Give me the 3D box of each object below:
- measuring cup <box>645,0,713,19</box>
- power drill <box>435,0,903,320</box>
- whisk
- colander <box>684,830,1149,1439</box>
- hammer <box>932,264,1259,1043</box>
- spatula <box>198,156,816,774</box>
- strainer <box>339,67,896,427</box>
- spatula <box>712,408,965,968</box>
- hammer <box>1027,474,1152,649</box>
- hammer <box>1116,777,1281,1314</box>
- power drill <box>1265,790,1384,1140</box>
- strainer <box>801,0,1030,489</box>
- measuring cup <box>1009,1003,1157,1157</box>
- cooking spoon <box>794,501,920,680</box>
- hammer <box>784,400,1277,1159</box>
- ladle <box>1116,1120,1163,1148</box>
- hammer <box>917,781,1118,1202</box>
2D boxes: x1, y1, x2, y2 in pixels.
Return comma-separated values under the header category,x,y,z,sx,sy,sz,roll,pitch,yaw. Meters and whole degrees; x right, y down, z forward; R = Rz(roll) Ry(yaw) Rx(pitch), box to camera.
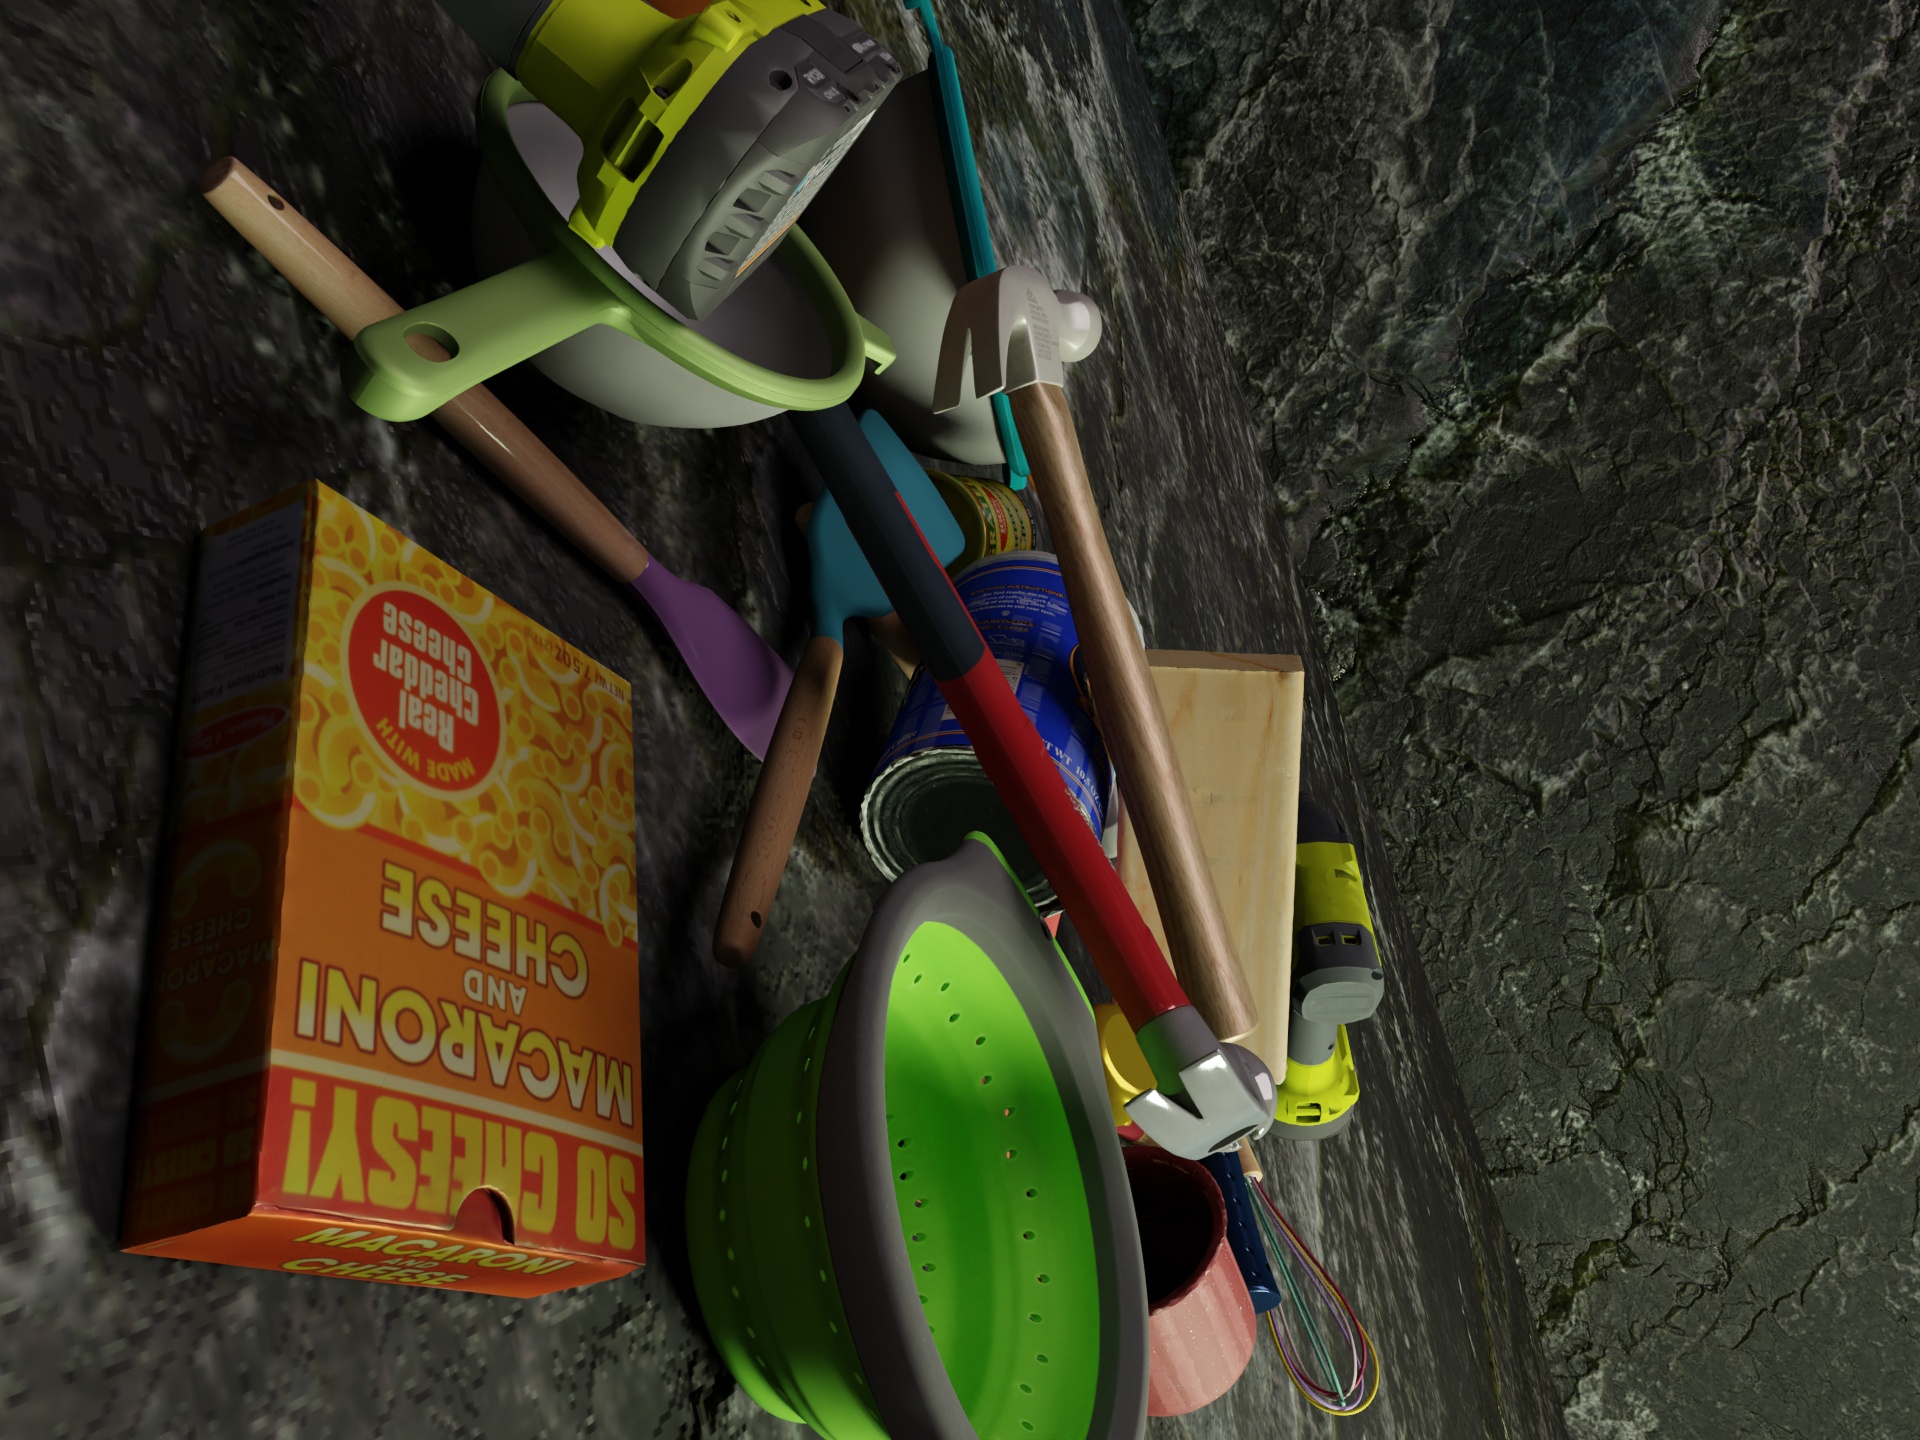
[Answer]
category,x,y,z,sx,sy,sz,roll,pitch,yaw
measuring cup,-0.142,-0.264,0.594,0.173,0.095,0.052,44,37,-18
power drill,-0.133,-0.237,0.474,0.228,0.080,0.191,38,29,-12
whisk,0.182,0.294,0.948,0.051,0.047,0.245,53,12,-46
colander,-0.027,0.204,0.432,0.204,0.094,0.397,60,22,-31
hammer,0.062,-0.028,0.657,0.130,0.031,0.331,-13,86,-61
spatula,-0.124,-0.064,0.526,0.315,0.018,0.060,49,28,-50
strainer,-0.122,-0.121,0.494,0.151,0.069,0.256,43,29,-8
spatula,-0.049,-0.019,0.616,0.082,0.044,0.318,53,24,-25
hammer,0.063,-0.154,1.033,0.127,0.034,0.336,6,-51,61
hammer,0.121,0.143,0.946,0.143,0.035,0.406,50,24,-47
power drill,0.239,0.173,1.103,0.223,0.080,0.171,87,2,-45
strainer,-0.020,-0.200,0.859,0.340,0.095,0.211,69,11,-71
measuring cup,0.049,0.177,0.721,0.062,0.029,0.156,56,33,3
cooking spoon,-0.001,-0.003,0.812,0.318,0.017,0.069,53,27,-45
hammer,-0.003,-0.024,0.574,0.387,0.038,0.143,61,6,22
ladle,0.102,0.233,0.878,0.315,0.031,0.069,48,28,-53
hammer,0.030,0.086,0.758,0.359,0.037,0.149,-66,139,-59
